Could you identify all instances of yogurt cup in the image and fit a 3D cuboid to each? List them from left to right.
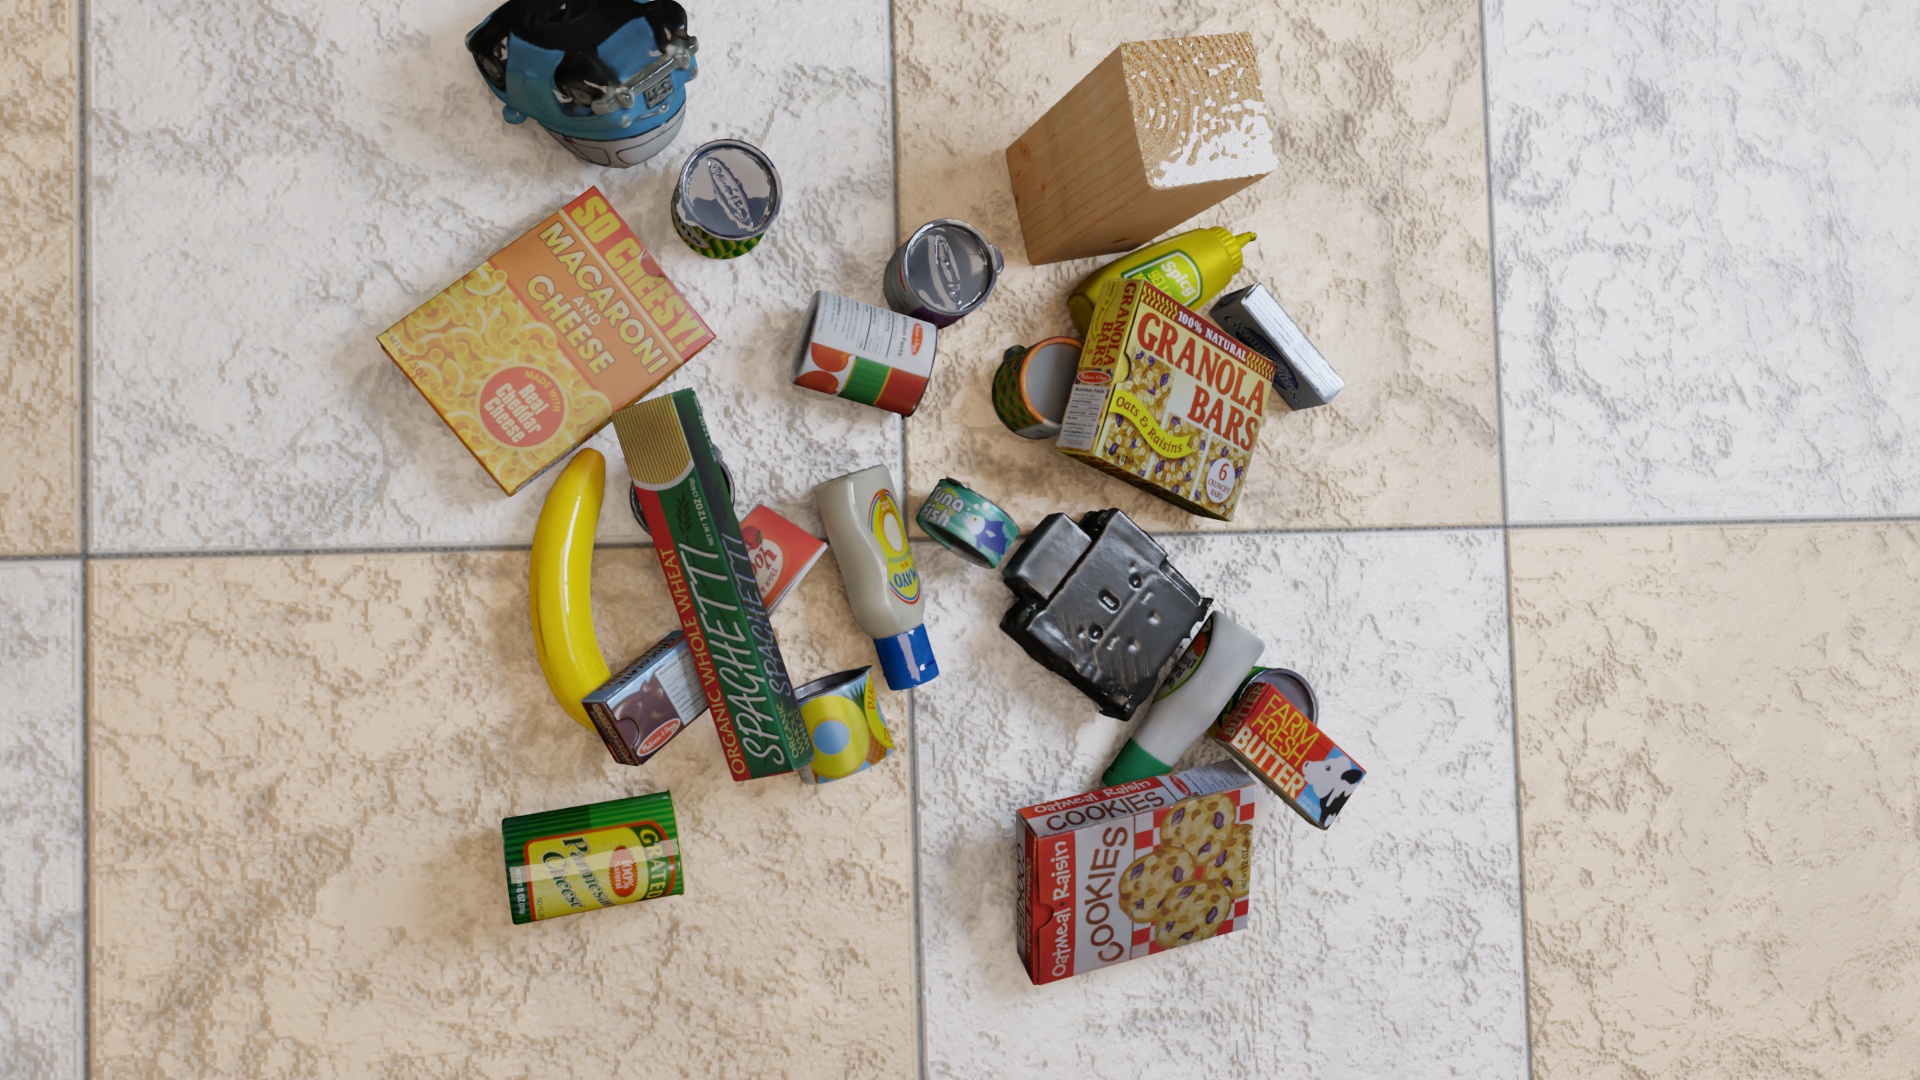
[{"bbox_3d":[-0.128,0.013,0.907,0.054,0.072,0.072,40,77,-4],"label":"yogurt cup"}]

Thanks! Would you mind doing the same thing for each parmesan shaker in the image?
[{"bbox_3d":[-0.228,0.199,0.864,0.103,0.071,0.071,-7,90,-18],"label":"parmesan shaker"}]

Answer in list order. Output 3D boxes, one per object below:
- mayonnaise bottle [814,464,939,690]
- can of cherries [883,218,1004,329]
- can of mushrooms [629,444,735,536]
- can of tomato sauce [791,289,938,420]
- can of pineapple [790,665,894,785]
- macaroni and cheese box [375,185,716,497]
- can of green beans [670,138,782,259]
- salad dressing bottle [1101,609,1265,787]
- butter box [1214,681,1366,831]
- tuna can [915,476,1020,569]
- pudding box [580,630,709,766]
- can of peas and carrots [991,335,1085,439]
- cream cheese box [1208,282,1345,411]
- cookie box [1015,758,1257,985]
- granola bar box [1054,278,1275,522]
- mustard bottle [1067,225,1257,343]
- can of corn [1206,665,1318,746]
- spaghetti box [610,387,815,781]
[{"bbox_3d":[-0.052,0.026,0.933,0.065,0.041,0.148,-26,100,-62],"label":"mayonnaise bottle"},{"bbox_3d":[-0.012,-0.181,0.956,0.071,0.058,0.071,1,86,-17],"label":"can of cherries"},{"bbox_3d":[-0.181,-0.031,0.907,0.071,0.033,0.071,1,87,-17],"label":"can of mushrooms"},{"bbox_3d":[-0.066,-0.124,0.933,0.083,0.071,0.071,15,83,-16],"label":"can of tomato sauce"},{"bbox_3d":[-0.081,0.121,0.914,0.071,0.071,0.058,-20,95,-17],"label":"can of pineapple"},{"bbox_3d":[-0.259,-0.127,0.883,0.167,0.040,0.123,-41,100,-15],"label":"macaroni and cheese box"},{"bbox_3d":[-0.155,-0.223,0.912,0.071,0.058,0.071,1,87,-18],"label":"can of green beans"},{"bbox_3d":[0.157,0.121,0.986,0.044,0.064,0.147,34,93,-4],"label":"salad dressing bottle"},{"bbox_3d":[0.231,0.150,0.971,0.103,0.024,0.053,42,77,-12],"label":"butter box"},{"bbox_3d":[0.003,-0.012,0.946,0.071,0.071,0.033,35,79,-13],"label":"tuna can"},{"bbox_3d":[-0.192,0.098,0.879,0.084,0.030,0.049,-42,115,-40],"label":"pudding box"},{"bbox_3d":[0.061,-0.109,0.975,0.071,0.058,0.071,1,87,-18],"label":"can of peas and carrots"},{"bbox_3d":[0.236,-0.144,1.035,0.024,0.053,0.103,-45,100,-12],"label":"cream cheese box"},{"bbox_3d":[0.121,0.230,0.964,0.168,0.040,0.122,-9,114,-18],"label":"cookie box"},{"bbox_3d":[0.148,-0.095,0.973,0.165,0.039,0.124,21,84,-43],"label":"granola bar box"},{"bbox_3d":[0.156,-0.192,1.014,0.161,0.049,0.065,-32,103,-16],"label":"mustard bottle"},{"bbox_3d":[0.215,0.125,1.012,0.071,0.058,0.071,1,88,-18],"label":"can of corn"},{"bbox_3d":[-0.153,0.030,0.869,0.050,0.029,0.249,-15,96,25],"label":"spaghetti box"}]
